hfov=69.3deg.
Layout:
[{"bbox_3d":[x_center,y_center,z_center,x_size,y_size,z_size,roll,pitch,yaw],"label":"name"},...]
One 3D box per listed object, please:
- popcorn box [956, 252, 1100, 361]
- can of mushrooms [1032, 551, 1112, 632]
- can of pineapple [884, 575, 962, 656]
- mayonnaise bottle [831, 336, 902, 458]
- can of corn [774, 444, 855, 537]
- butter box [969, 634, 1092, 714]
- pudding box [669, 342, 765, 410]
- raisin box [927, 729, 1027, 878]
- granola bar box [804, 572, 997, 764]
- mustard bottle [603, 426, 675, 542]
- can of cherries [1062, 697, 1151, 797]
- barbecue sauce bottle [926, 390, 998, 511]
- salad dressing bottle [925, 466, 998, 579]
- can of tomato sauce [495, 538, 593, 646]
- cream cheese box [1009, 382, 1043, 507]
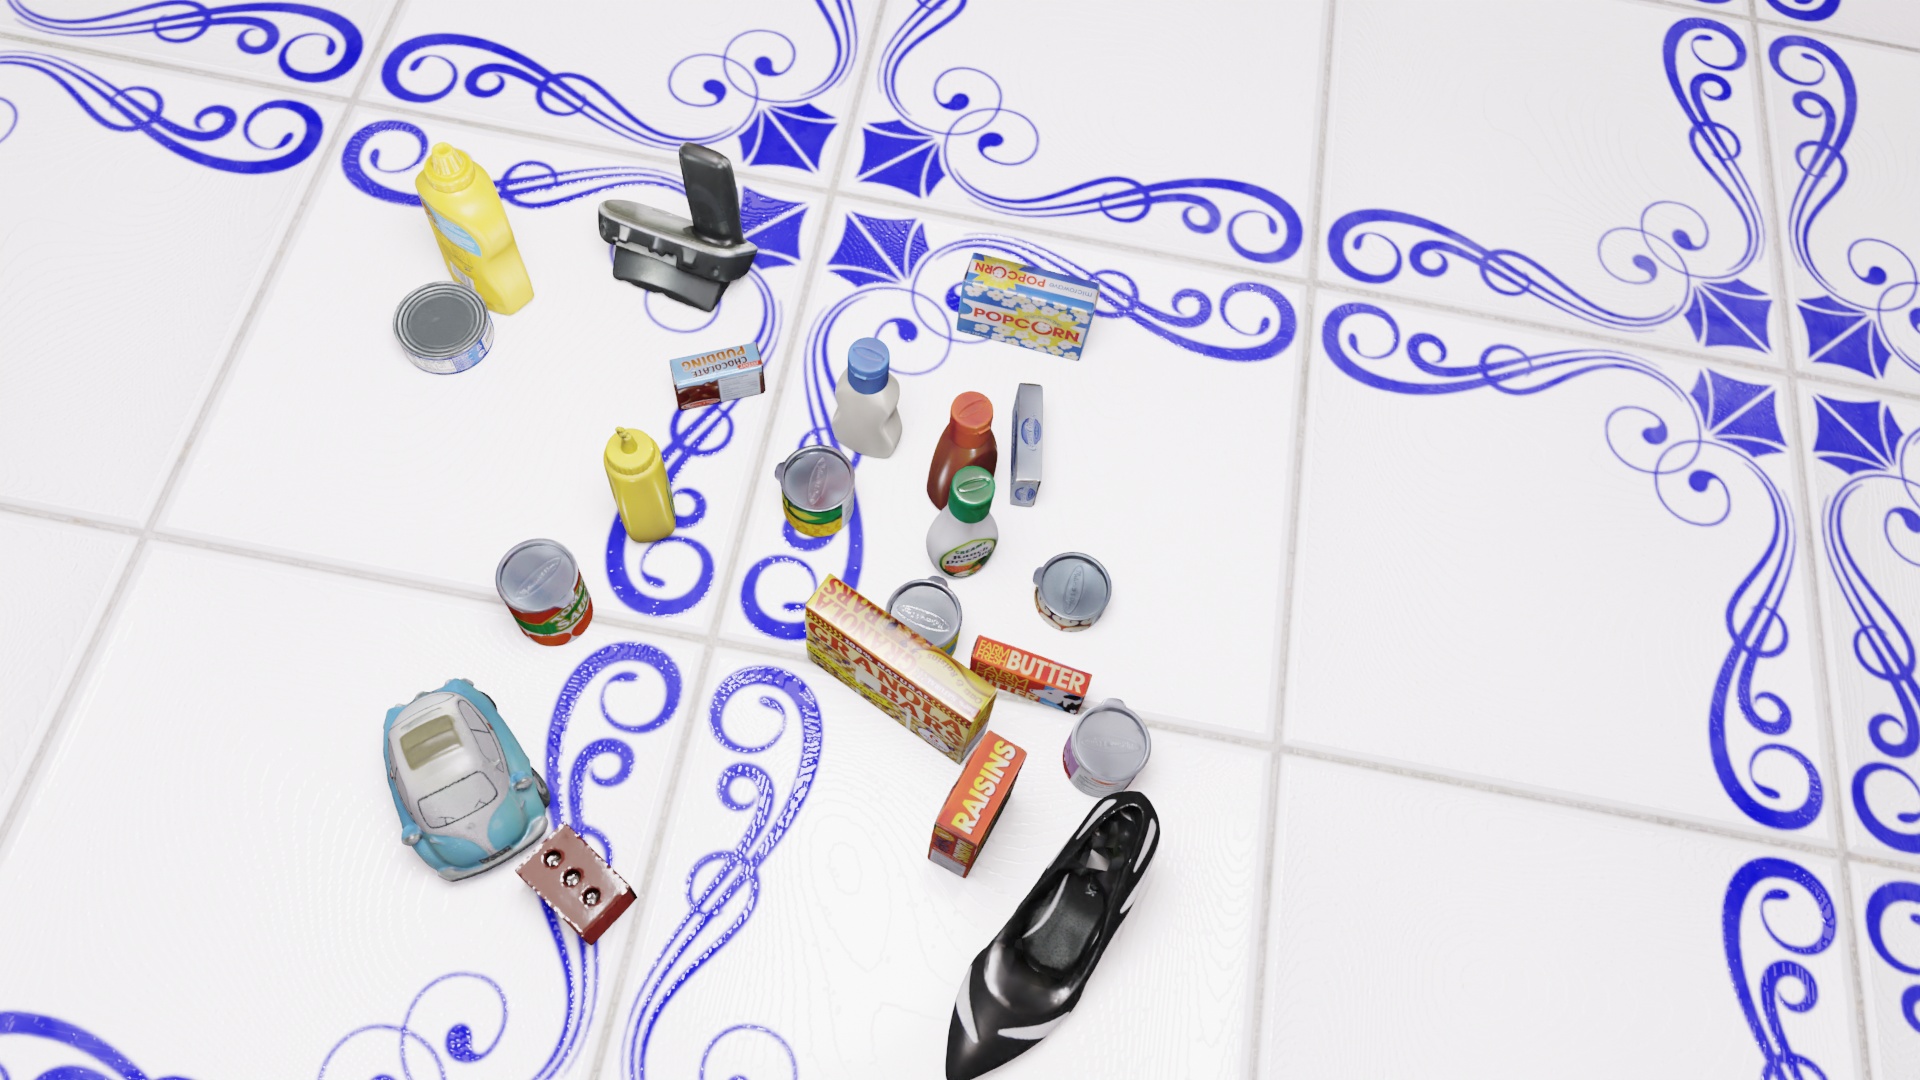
[{"bbox_3d":[0.064,-0.223,1.331,0.127,0.085,0.038,14,65,2],"label":"popcorn box"},{"bbox_3d":[0.097,0.045,1.236,0.071,0.033,0.071,2,65,-4],"label":"can of mushrooms"},{"bbox_3d":[-0.032,0.073,1.198,0.071,0.057,0.071,2,65,-4],"label":"can of pineapple"},{"bbox_3d":[-0.082,-0.127,1.238,0.065,0.147,0.041,21,65,5],"label":"mayonnaise bottle"},{"bbox_3d":[-0.130,-0.044,1.244,0.071,0.058,0.071,2,65,-4],"label":"can of corn"},{"bbox_3d":[0.058,0.115,1.189,0.103,0.053,0.024,19,65,4],"label":"butter box"},{"bbox_3d":[-0.226,-0.152,1.292,0.084,0.049,0.030,-14,67,-11],"label":"pudding box"},{"bbox_3d":[0.012,0.210,1.101,0.040,0.123,0.086,29,66,8],"label":"raisin box"},{"bbox_3d":[-0.052,0.109,1.143,0.166,0.123,0.039,34,67,11],"label":"granola bar box"},{"bbox_3d":[-0.274,-0.054,1.180,0.049,0.159,0.065,-15,67,-11],"label":"mustard bottle"},{"bbox_3d":[0.122,0.174,1.164,0.071,0.058,0.072,2,65,-4],"label":"can of cherries"},{"bbox_3d":[0.005,-0.079,1.223,0.065,0.148,0.044,-31,71,-17],"label":"barbecue sauce bottle"},{"bbox_3d":[0.004,-0.015,1.193,0.064,0.147,0.044,-16,68,-12],"label":"salad dressing bottle"},{"bbox_3d":[-0.347,0.046,1.169,0.071,0.082,0.071,2,65,-4],"label":"can of tomato sauce"},{"bbox_3d":[0.061,-0.088,1.285,0.024,0.053,0.104,4,65,-3],"label":"cream cheese box"}]
